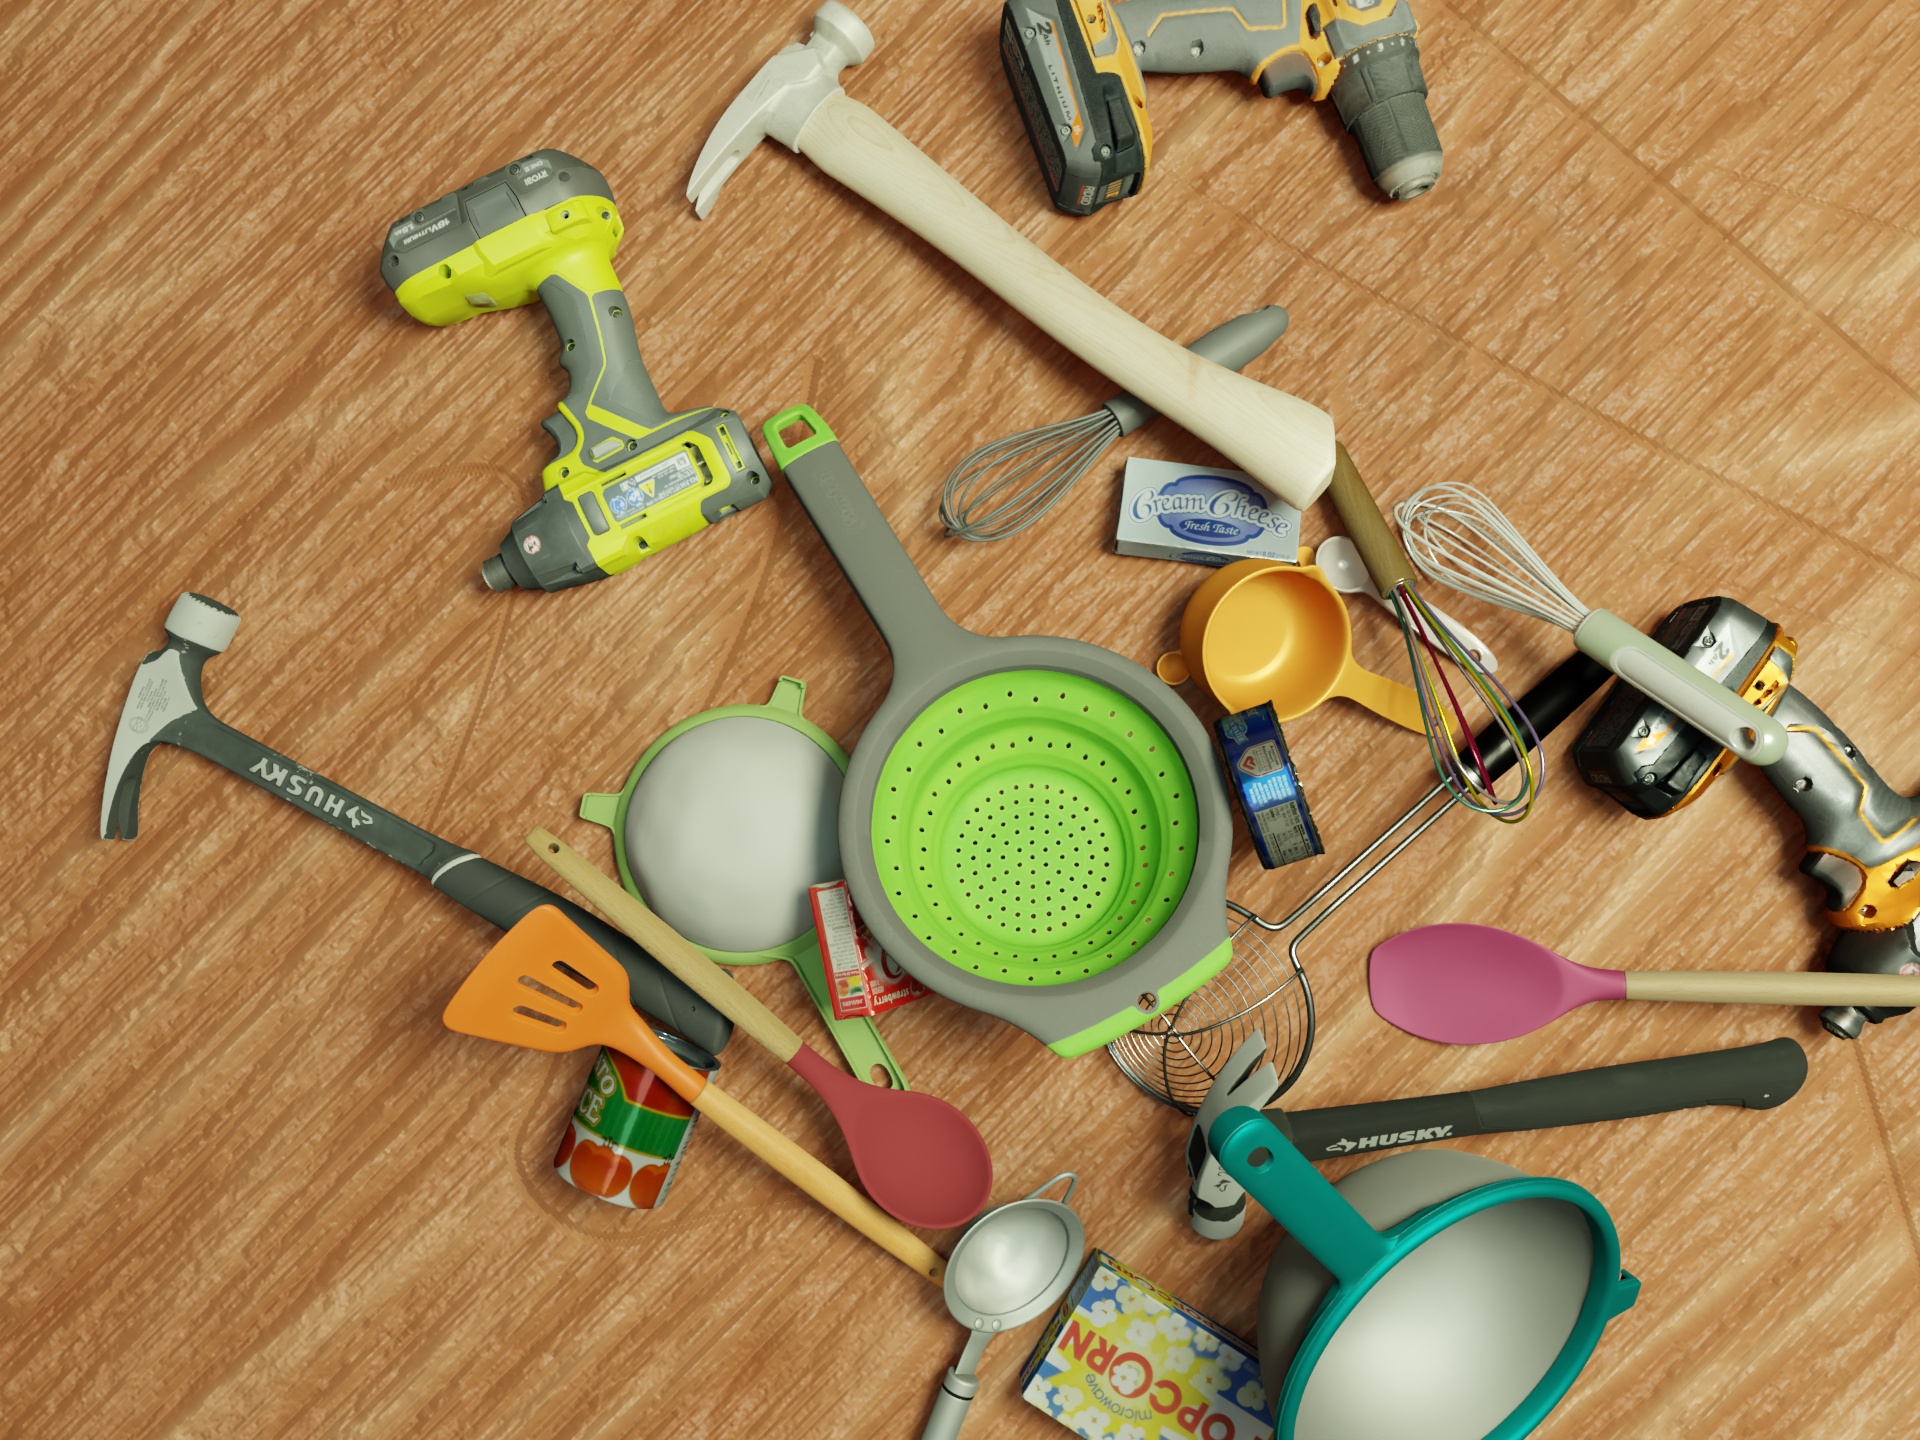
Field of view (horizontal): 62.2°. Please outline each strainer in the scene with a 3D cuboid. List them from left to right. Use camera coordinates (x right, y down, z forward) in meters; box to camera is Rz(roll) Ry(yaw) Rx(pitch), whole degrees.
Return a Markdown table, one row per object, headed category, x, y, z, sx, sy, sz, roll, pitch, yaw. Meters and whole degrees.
| category | x | y | z | sx | sy | sz | roll | pitch | yaw |
| --- | --- | --- | --- | --- | --- | --- | --- | --- | --- |
| strainer | -0.101 | 0.109 | 0.886 | 0.151 | 0.069 | 0.256 | -31 | 83 | 0 |
| strainer | 0.001 | 0.357 | 0.878 | 0.086 | 0.050 | 0.258 | 20 | 93 | -31 |
| strainer | 0.193 | 0.260 | 0.790 | 0.211 | 0.095 | 0.340 | -44 | 124 | -2 |

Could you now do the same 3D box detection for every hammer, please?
| category | x | y | z | sx | sy | sz | roll | pitch | yaw |
| --- | --- | --- | --- | --- | --- | --- | --- | --- | --- |
| hammer | -0.307 | 0.080 | 0.904 | 0.409 | 0.036 | 0.149 | 27 | 89 | 8 |
| hammer | 0.031 | -0.242 | 0.896 | 0.411 | 0.038 | 0.146 | 39 | 88 | 13 |
| hammer | 0.288 | 0.204 | 0.850 | 0.334 | 0.146 | 0.035 | -7 | 42 | -5 |

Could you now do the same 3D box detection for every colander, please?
| category | x | y | z | sx | sy | sz | roll | pitch | yaw |
| --- | --- | --- | --- | --- | --- | --- | --- | --- | --- |
| colander | -0.001 | -0.003 | 0.884 | 0.204 | 0.094 | 0.397 | -29 | 73 | -7 |

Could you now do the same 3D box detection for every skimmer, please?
| category | x | y | z | sx | sy | sz | roll | pitch | yaw |
| --- | --- | --- | --- | --- | --- | --- | --- | --- | --- |
| skimmer | 0.231 | 0.076 | 0.894 | 0.363 | 0.090 | 0.127 | -39 | 77 | -11 |

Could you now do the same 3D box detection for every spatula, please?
| category | x | y | z | sx | sy | sz | roll | pitch | yaw |
| --- | --- | --- | --- | --- | --- | --- | --- | --- | --- |
| spatula | -0.121 | 0.215 | 0.843 | 0.322 | 0.041 | 0.081 | 41 | 91 | -16 |

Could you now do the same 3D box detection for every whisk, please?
| category | x | y | z | sx | sy | sz | roll | pitch | yaw |
| --- | --- | --- | --- | --- | --- | --- | --- | --- | --- |
| whisk | 0.089 | -0.172 | 0.915 | 0.239 | 0.055 | 0.055 | -32 | 85 | -5 |
| whisk | 0.247 | -0.052 | 0.870 | 0.051 | 0.047 | 0.245 | -24 | 65 | 6 |
| whisk | 0.327 | -0.054 | 0.844 | 0.247 | 0.059 | 0.057 | 44 | 132 | 35 |

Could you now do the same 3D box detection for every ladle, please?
| category | x | y | z | sx | sy | sz | roll | pitch | yaw |
| --- | --- | --- | --- | --- | --- | --- | --- | --- | --- |
| ladle | -0.110 | 0.163 | 0.855 | 0.315 | 0.031 | 0.069 | 42 | 59 | -7 |

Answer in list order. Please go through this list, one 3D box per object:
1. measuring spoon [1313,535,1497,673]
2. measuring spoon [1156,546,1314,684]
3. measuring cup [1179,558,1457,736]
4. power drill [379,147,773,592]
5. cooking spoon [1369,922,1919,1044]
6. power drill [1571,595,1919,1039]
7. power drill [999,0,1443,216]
| category | x | y | z | sx | sy | sz | roll | pitch | yaw |
| --- | --- | --- | --- | --- | --- | --- | --- | --- | --- |
| measuring spoon | 0.254 | -0.062 | 0.913 | 0.124 | 0.018 | 0.034 | 34 | 69 | -2 |
| measuring spoon | 0.160 | -0.061 | 0.919 | 0.117 | 0.011 | 0.021 | -40 | 78 | -4 |
| measuring cup | 0.202 | -0.031 | 0.899 | 0.173 | 0.052 | 0.095 | 23 | 98 | -21 |
| power drill | -0.231 | -0.193 | 0.915 | 0.171 | 0.080 | 0.223 | -26 | 88 | 0 |
| cooking spoon | 0.384 | 0.143 | 0.853 | 0.319 | 0.017 | 0.069 | -2 | 94 | 17 |
| power drill | 0.454 | 0.056 | 0.861 | 0.226 | 0.084 | 0.164 | 36 | 90 | 1 |
| power drill | 0.155 | -0.362 | 0.909 | 0.226 | 0.084 | 0.185 | -19 | 86 | -3 |
